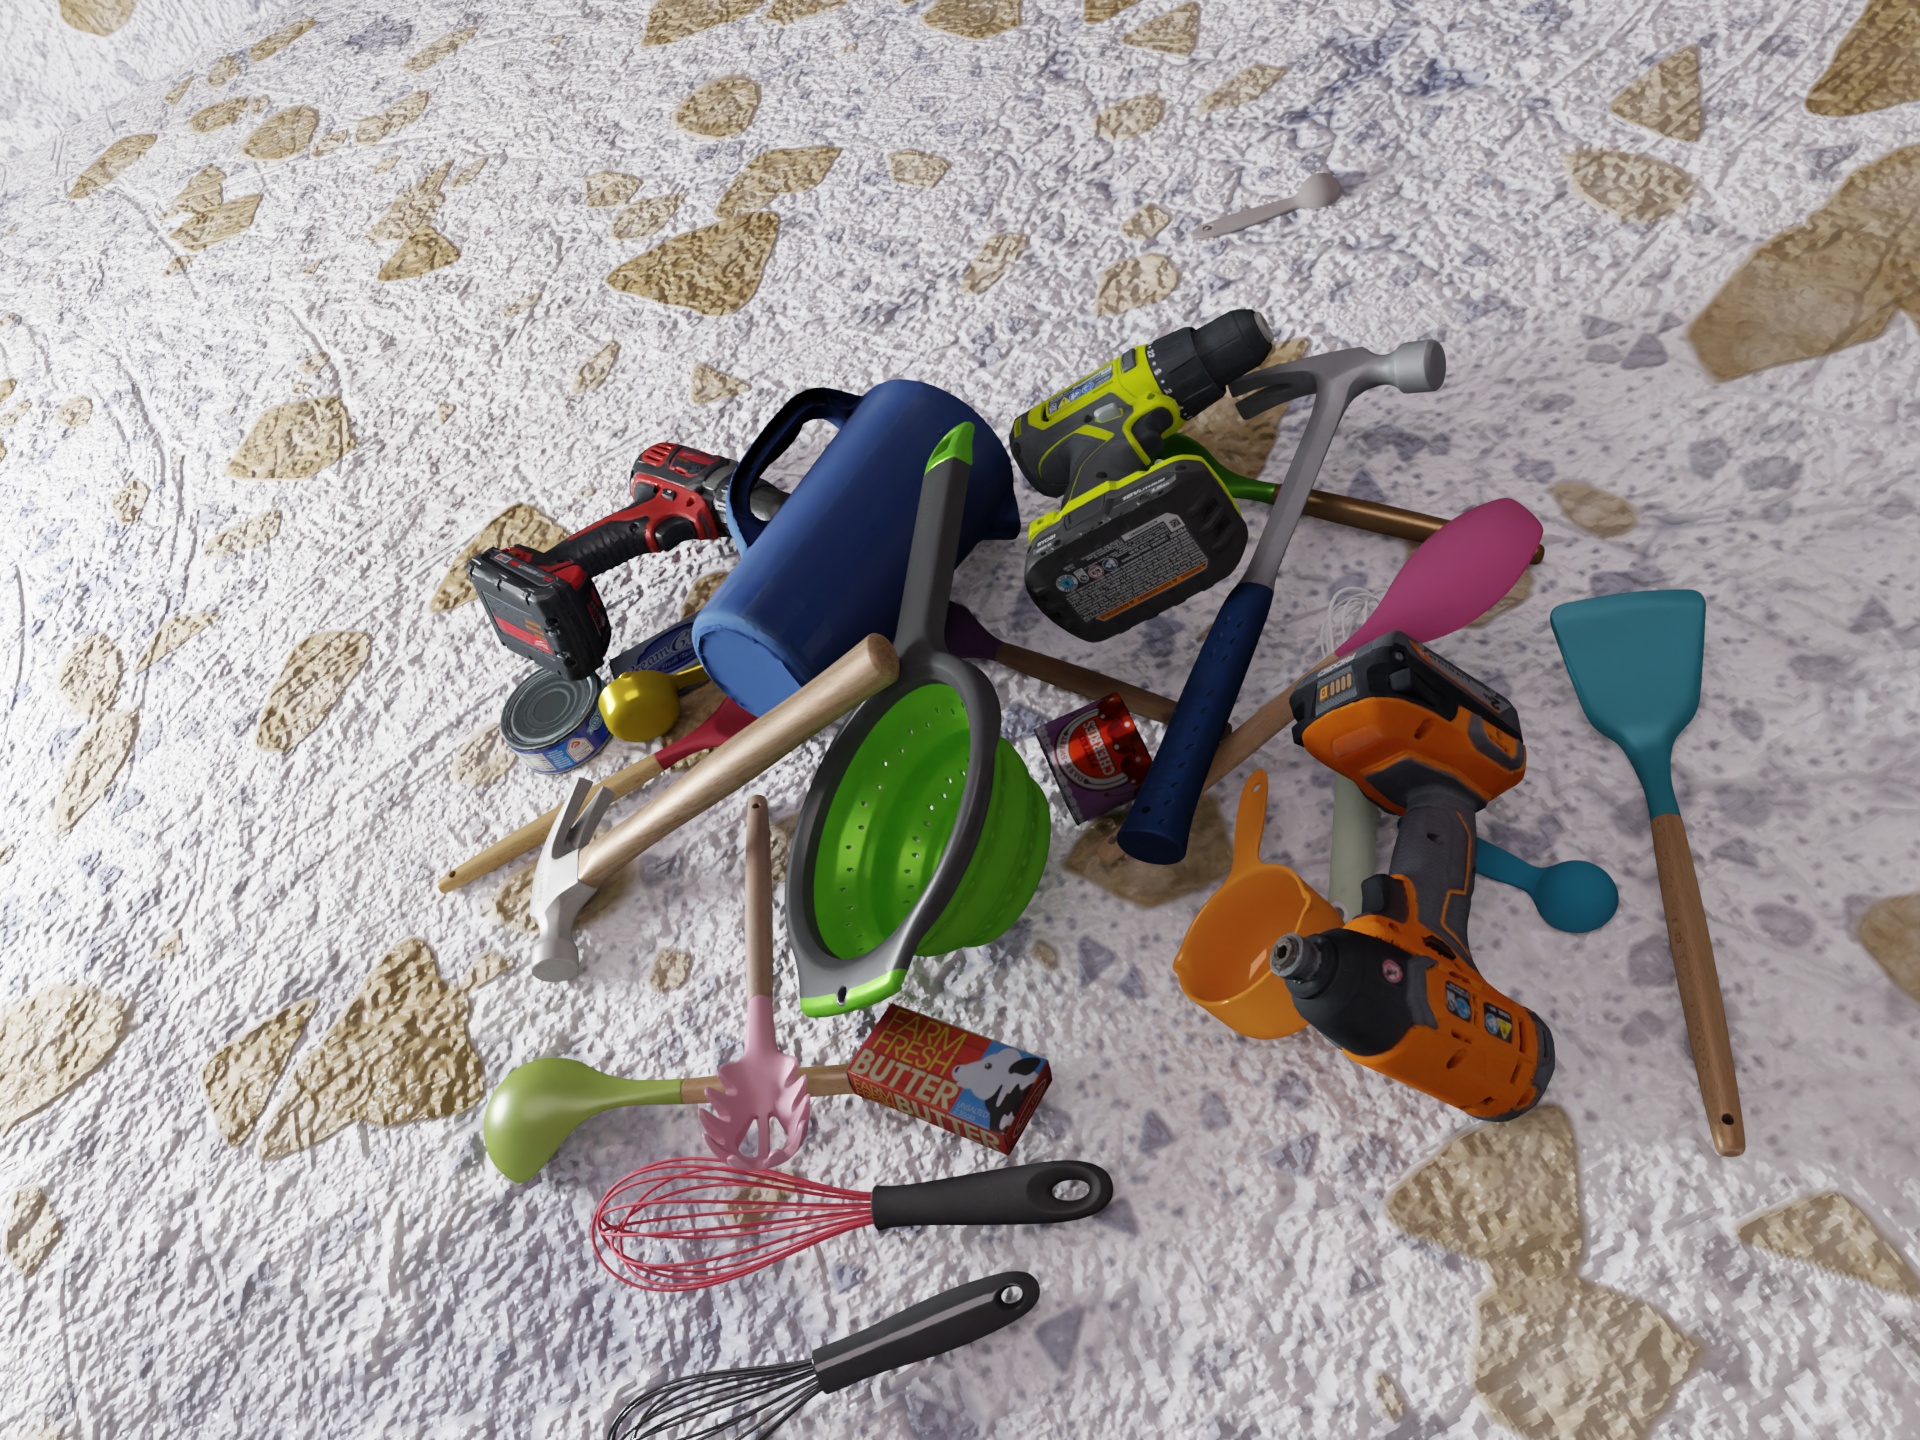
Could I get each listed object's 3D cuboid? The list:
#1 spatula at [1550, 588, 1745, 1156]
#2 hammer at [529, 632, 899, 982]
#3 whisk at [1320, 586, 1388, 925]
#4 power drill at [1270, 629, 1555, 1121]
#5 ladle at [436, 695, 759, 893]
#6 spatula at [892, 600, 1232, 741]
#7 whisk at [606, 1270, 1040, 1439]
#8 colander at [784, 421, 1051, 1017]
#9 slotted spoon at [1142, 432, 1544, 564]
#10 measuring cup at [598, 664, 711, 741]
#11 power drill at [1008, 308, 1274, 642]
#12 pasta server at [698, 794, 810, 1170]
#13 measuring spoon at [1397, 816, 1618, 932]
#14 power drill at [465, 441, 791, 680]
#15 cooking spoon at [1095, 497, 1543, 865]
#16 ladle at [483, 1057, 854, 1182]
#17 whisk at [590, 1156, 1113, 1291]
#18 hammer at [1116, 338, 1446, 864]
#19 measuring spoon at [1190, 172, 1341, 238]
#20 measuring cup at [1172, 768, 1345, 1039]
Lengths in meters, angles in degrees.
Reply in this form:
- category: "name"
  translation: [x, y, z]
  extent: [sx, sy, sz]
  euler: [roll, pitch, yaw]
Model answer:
- category: "spatula"
  translation: [0.370, 0.068, 0.828]
  extent: [0.082, 0.044, 0.318]
  euler: [-6, 53, 16]
- category: "hammer"
  translation: [-0.166, 0.041, 1.021]
  extent: [0.331, 0.031, 0.130]
  euler: [-34, 46, 27]
- category: "whisk"
  translation: [0.233, 0.023, 0.929]
  extent: [0.058, 0.059, 0.247]
  euler: [-37, 35, 52]
- category: "power drill"
  translation: [0.221, 0.072, 0.806]
  extent: [0.084, 0.164, 0.227]
  euler: [-33, 40, 45]
- category: "ladle"
  translation: [-0.237, 0.043, 1.136]
  extent: [0.315, 0.031, 0.069]
  euler: [-30, 49, 2]
- category: "spatula"
  translation: [0.046, -0.037, 1.075]
  extent: [0.316, 0.018, 0.060]
  euler: [21, 66, 37]
- category: "whisk"
  translation: [-0.069, 0.337, 0.815]
  extent: [0.239, 0.055, 0.055]
  euler: [-23, 48, 0]
- category: "colander"
  translation: [-0.002, -0.003, 0.976]
  extent: [0.204, 0.094, 0.397]
  euler: [-26, 47, 50]
- category: "slotted spoon"
  translation: [0.235, -0.145, 1.070]
  extent: [0.314, 0.031, 0.070]
  euler: [19, 64, 33]
- category: "measuring cup"
  translation: [-0.185, -0.024, 1.155]
  extent: [0.156, 0.062, 0.029]
  euler: [-19, 58, -4]
- category: "power drill"
  translation: [0.121, -0.170, 1.033]
  extent: [0.190, 0.080, 0.229]
  euler: [-26, 34, 24]
- category: "pasta server"
  translation: [-0.122, 0.145, 0.960]
  extent: [0.060, 0.040, 0.317]
  euler: [-7, 38, -2]
- category: "measuring spoon"
  translation: [0.295, 0.075, 0.870]
  extent: [0.129, 0.021, 0.042]
  euler: [25, 68, 37]
- category: "power drill"
  translation: [-0.238, -0.128, 1.219]
  extent: [0.188, 0.080, 0.227]
  euler: [23, 52, 37]
- category: "cooking spoon"
  translation: [0.203, -0.018, 0.933]
  extent: [0.319, 0.017, 0.069]
  euler: [-41, 44, 12]
- category: "ladle"
  translation: [-0.134, 0.225, 0.941]
  extent: [0.320, 0.062, 0.078]
  euler: [-7, 39, 11]
- category: "whisk"
  translation: [-0.064, 0.265, 0.861]
  extent: [0.296, 0.073, 0.073]
  euler: [-8, 51, 11]
- category: "hammer"
  translation: [0.180, -0.087, 0.985]
  extent: [0.144, 0.035, 0.406]
  euler: [2, 52, 38]
- category: "measuring spoon"
  translation: [0.245, -0.417, 1.286]
  extent: [0.124, 0.018, 0.034]
  euler: [-15, 49, 14]
- category: "measuring cup"
  translation: [0.174, 0.099, 0.882]
  extent: [0.095, 0.052, 0.174]
  euler: [-35, 25, 36]
